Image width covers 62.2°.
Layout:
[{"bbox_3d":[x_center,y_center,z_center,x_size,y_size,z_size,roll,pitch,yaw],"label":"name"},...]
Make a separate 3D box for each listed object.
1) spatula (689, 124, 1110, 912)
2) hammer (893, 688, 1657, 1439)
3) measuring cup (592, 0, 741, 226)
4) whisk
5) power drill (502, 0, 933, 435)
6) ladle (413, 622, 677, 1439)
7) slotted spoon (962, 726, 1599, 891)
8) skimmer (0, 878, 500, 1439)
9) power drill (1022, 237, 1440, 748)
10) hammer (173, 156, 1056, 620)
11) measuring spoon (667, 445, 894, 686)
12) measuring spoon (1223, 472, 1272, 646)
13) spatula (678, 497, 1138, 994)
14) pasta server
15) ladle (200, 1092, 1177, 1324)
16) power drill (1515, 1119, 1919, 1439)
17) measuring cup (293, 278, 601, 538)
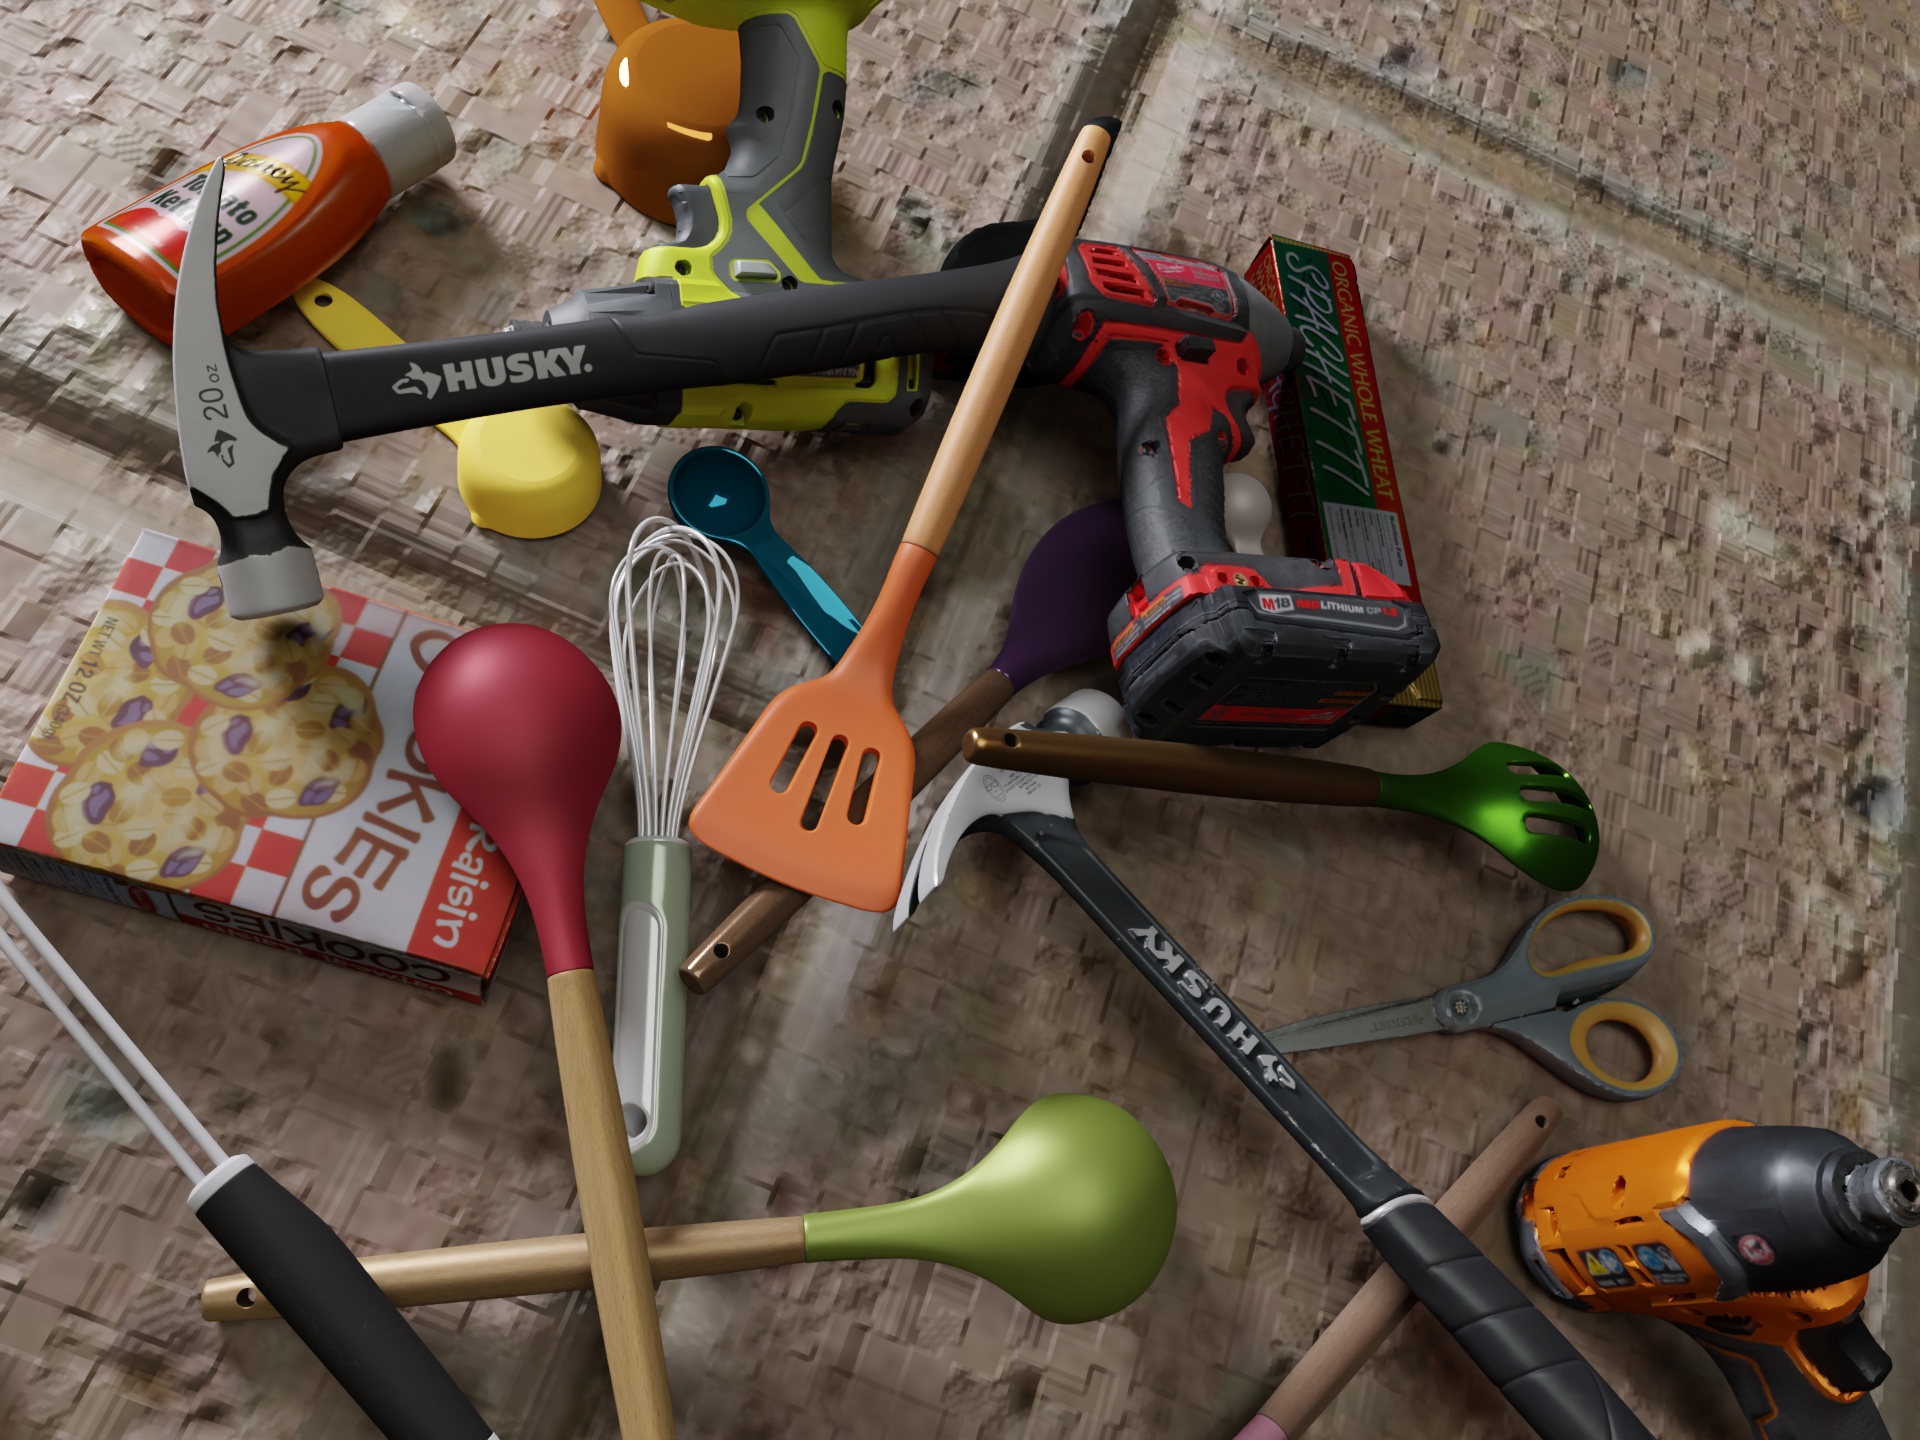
[{"bbox_3d":[-0.004,-0.088,0.604,0.081,0.041,0.323,23,82,-7],"label":"spatula"},{"bbox_3d":[0.140,0.162,0.565,0.409,0.036,0.149,47,40,10],"label":"hammer"},{"bbox_3d":[-0.137,-0.309,0.727,0.095,0.052,0.174,-20,75,-24],"label":"measuring cup"},{"bbox_3d":[-0.110,0.038,0.581,0.058,0.059,0.246,-10,68,21],"label":"whisk"},{"bbox_3d":[-0.100,-0.231,0.645,0.171,0.080,0.223,-2,93,-24],"label":"power drill"},{"bbox_3d":[-0.123,0.108,0.513,0.069,0.031,0.316,-8,72,-21],"label":"ladle"},{"bbox_3d":[0.143,0.026,0.635,0.313,0.031,0.070,7,57,-25],"label":"slotted spoon"},{"bbox_3d":[-0.272,0.100,0.455,0.363,0.127,0.090,48,19,3],"label":"skimmer"},{"bbox_3d":[0.110,-0.102,0.669,0.143,0.078,0.220,2,61,-30],"label":"power drill"},{"bbox_3d":[-0.112,-0.142,0.589,0.334,0.035,0.146,-15,102,-24],"label":"hammer"},{"bbox_3d":[-0.073,-0.057,0.655,0.042,0.021,0.128,-40,91,-28],"label":"measuring spoon"},{"bbox_3d":[0.138,-0.059,0.713,0.034,0.018,0.124,-5,69,-19],"label":"measuring spoon"},{"bbox_3d":[-0.001,-0.002,0.634,0.060,0.018,0.316,41,55,5],"label":"spatula"},{"bbox_3d":[0.125,0.236,0.571,0.316,0.040,0.060,-34,79,-31],"label":"pasta server"},{"bbox_3d":[-0.080,0.176,0.534,0.320,0.062,0.078,-3,78,-10],"label":"ladle"},{"bbox_3d":[0.313,0.240,0.546,0.084,0.164,0.226,-30,79,-26],"label":"power drill"},{"bbox_3d":[-0.210,-0.135,0.639,0.156,0.029,0.062,40,62,4],"label":"measuring cup"}]
